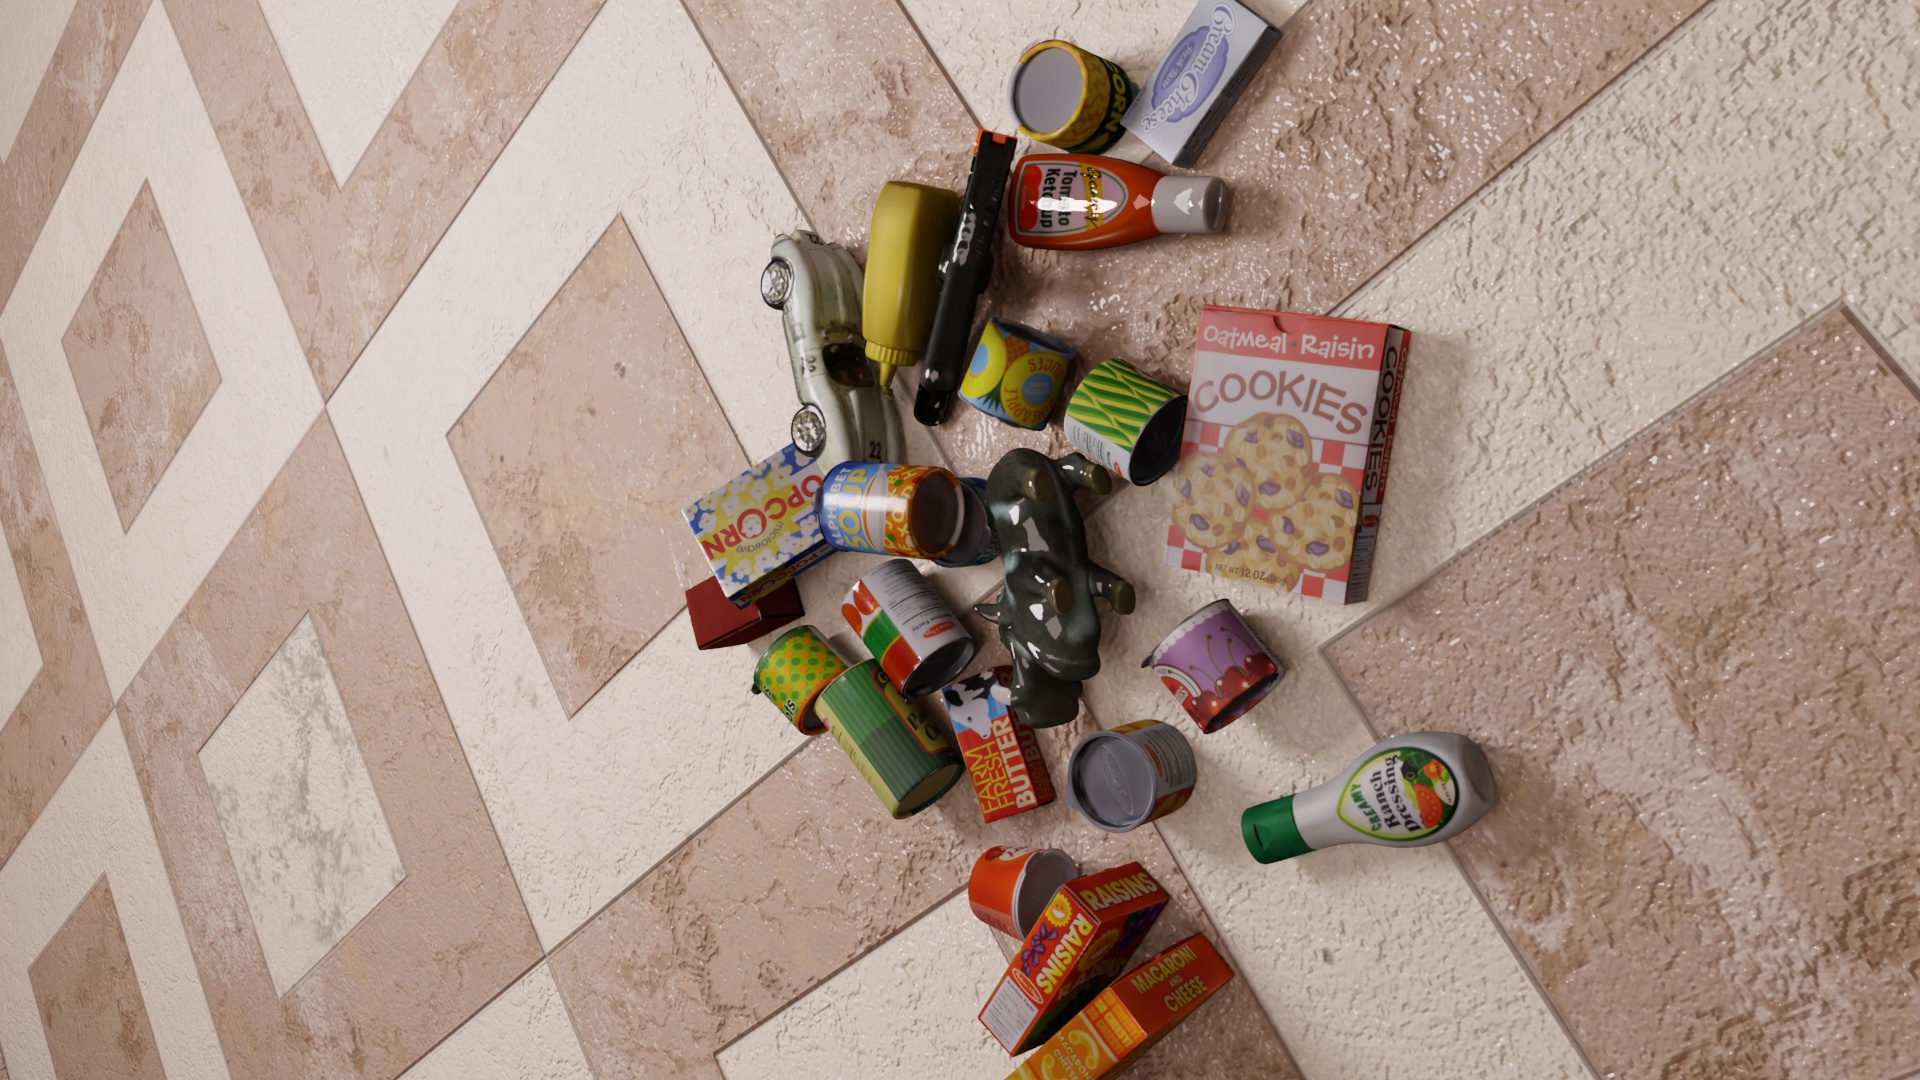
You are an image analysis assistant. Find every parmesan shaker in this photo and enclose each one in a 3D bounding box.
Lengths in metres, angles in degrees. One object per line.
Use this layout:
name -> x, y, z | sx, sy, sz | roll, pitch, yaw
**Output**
parmesan shaker -> -0.052, 0.147, 1.032 | 0.103, 0.071, 0.071 | 49, 118, 24

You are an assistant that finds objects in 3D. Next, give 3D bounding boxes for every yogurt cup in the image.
yogurt cup -> 0.042, 0.244, 0.964 | 0.054, 0.072, 0.072 | 2, 92, 45

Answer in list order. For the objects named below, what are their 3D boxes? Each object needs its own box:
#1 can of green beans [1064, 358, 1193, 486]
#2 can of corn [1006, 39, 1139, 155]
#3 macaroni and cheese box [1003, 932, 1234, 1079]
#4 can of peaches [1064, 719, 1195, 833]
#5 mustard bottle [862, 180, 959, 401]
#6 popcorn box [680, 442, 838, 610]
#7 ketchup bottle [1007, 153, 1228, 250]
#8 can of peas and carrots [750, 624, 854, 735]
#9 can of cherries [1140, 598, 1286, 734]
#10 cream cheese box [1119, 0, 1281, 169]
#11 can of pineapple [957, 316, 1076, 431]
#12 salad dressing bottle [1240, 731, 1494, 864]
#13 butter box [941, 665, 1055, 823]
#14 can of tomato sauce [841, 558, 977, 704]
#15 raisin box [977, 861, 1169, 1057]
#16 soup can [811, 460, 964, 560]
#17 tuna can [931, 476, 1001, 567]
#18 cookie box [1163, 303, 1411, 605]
can of green beans -> 0.110, -0.077, 0.903 | 0.058, 0.071, 0.071 | 36, 112, 31
can of corn -> 0.075, -0.296, 0.928 | 0.071, 0.058, 0.071 | 2, 93, 37
macaroni and cheese box -> 0.086, 0.329, 0.896 | 0.040, 0.124, 0.165 | 50, 118, 23
can of peaches -> 0.111, 0.154, 0.913 | 0.071, 0.058, 0.071 | 2, 93, 37
mustard bottle -> -0.043, -0.180, 1.017 | 0.049, 0.065, 0.159 | 22, 108, 30
popcorn box -> -0.140, -0.017, 1.072 | 0.127, 0.038, 0.085 | -31, 71, 0
ketchup bottle -> 0.103, -0.223, 0.919 | 0.149, 0.043, 0.064 | 11, 97, 35
can of peas and carrots -> -0.119, 0.110, 1.075 | 0.059, 0.071, 0.070 | 40, 114, 28
can of cherries -> 0.158, 0.081, 0.870 | 0.071, 0.071, 0.058 | -49, 66, 27
cream cheese box -> 0.153, -0.297, 0.892 | 0.053, 0.024, 0.103 | 47, 117, 24
can of pineapple -> 0.040, -0.114, 0.953 | 0.071, 0.071, 0.057 | 34, 110, 31
salad dressing bottle -> 0.239, 0.158, 0.828 | 0.147, 0.044, 0.064 | -27, 74, 34
butter box -> 0.027, 0.146, 0.997 | 0.053, 0.024, 0.103 | -27, 75, 34
can of tomato sauce -> -0.039, 0.066, 1.018 | 0.083, 0.071, 0.071 | 50, 118, 25
raisin box -> 0.076, 0.277, 0.925 | 0.040, 0.086, 0.123 | 43, 115, 33
soup can -> -0.051, -0.022, 0.977 | 0.084, 0.071, 0.071 | 5, 94, 37
tuna can -> 0.004, -0.013, 1.004 | 0.071, 0.033, 0.071 | 1, 92, 37
cookie box -> 0.198, -0.055, 0.854 | 0.123, 0.040, 0.167 | 13, 99, 36
